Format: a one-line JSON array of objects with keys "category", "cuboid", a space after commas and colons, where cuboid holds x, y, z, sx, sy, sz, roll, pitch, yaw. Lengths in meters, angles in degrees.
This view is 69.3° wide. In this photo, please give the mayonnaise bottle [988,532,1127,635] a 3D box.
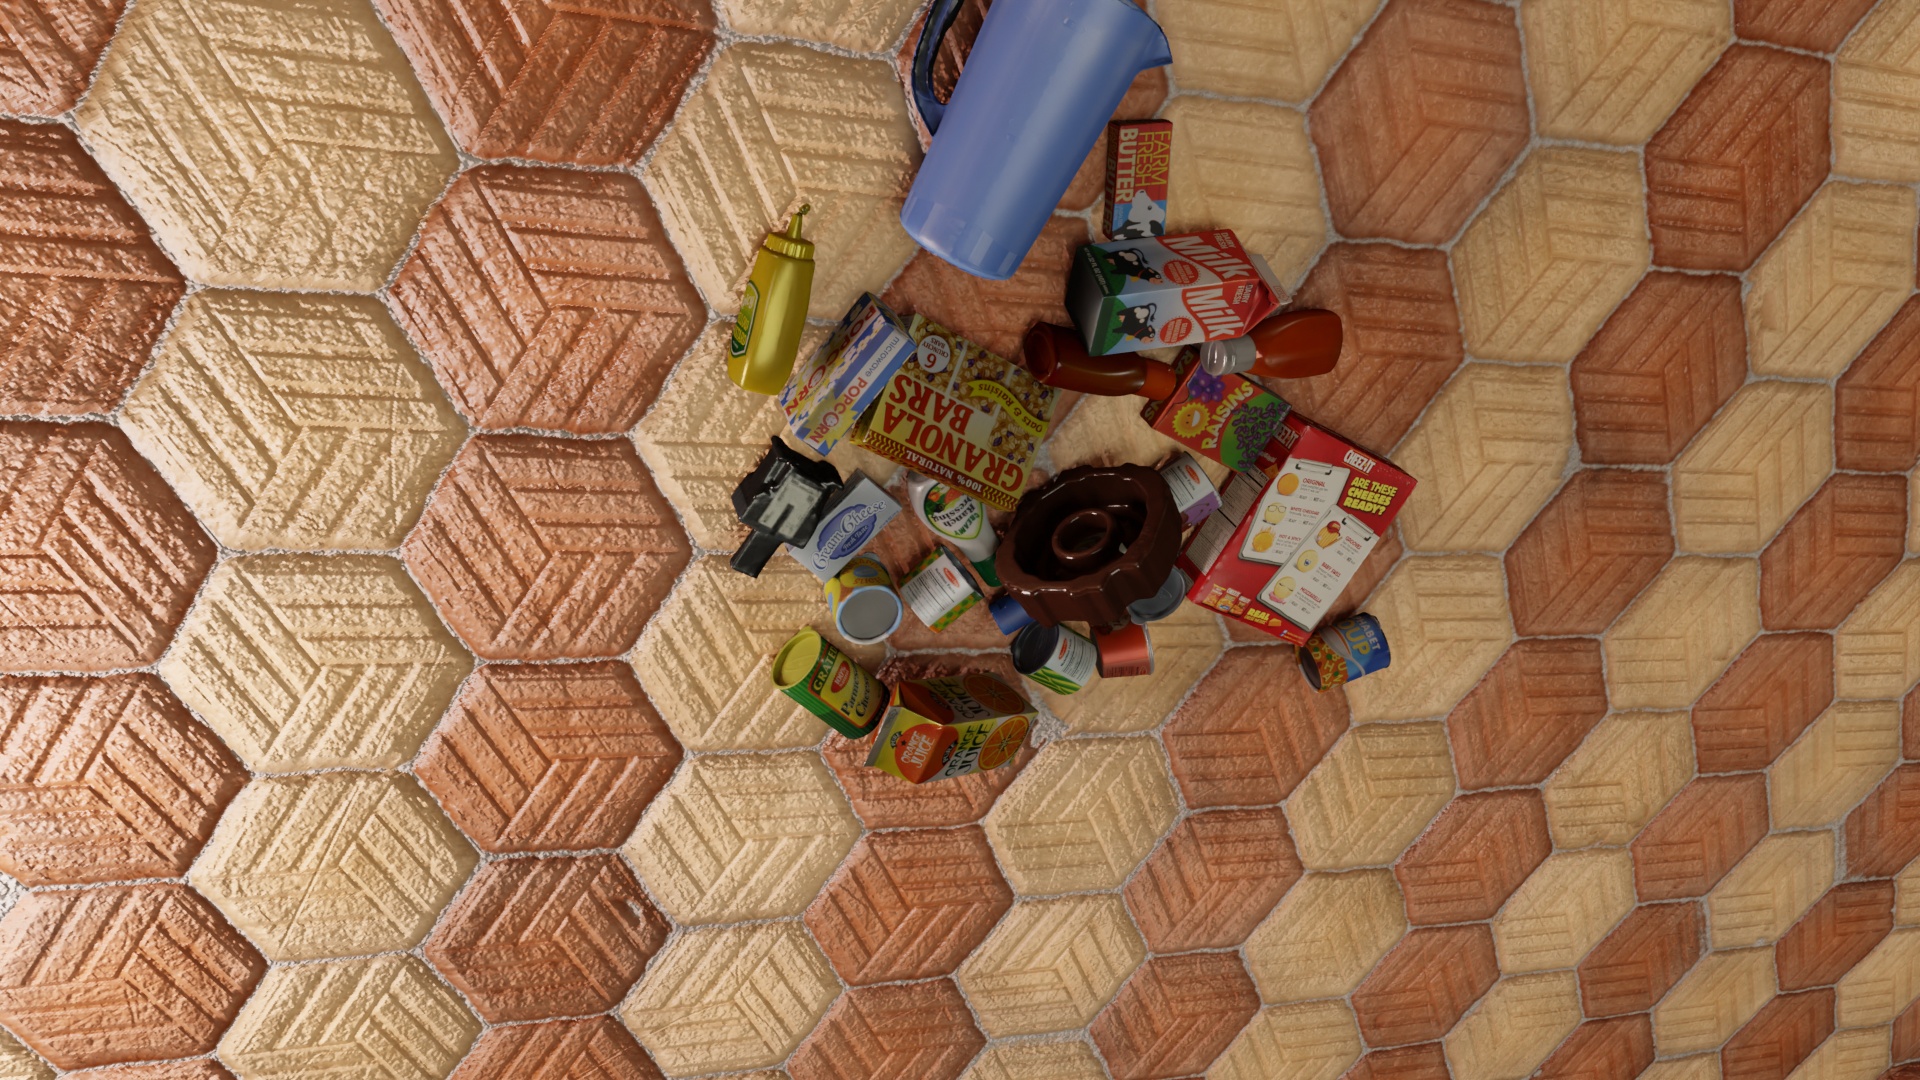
[{"category": "mayonnaise bottle", "cuboid": [0.099, 0.043, 1.379, 0.148, 0.065, 0.041, -30, 124, 3]}]

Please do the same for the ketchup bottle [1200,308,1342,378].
[{"category": "ketchup bottle", "cuboid": [0.294, -0.181, 1.311, 0.149, 0.043, 0.064, -11, 116, -31]}]

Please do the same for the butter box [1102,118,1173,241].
[{"category": "butter box", "cuboid": [0.156, -0.317, 1.219, 0.053, 0.024, 0.103, -9, 121, -15]}]

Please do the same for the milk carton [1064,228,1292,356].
[{"category": "milk carton", "cuboid": [0.198, -0.225, 1.245, 0.191, 0.072, 0.073, -10, 143, -15]}]

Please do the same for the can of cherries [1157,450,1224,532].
[{"category": "can of cherries", "cuboid": [0.217, -0.044, 1.370, 0.058, 0.072, 0.071, -36, 123, 2]}]

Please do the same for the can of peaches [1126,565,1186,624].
[{"category": "can of peaches", "cuboid": [0.186, 0.042, 1.410, 0.071, 0.058, 0.071, -9, 121, -15]}]

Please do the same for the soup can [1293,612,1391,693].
[{"category": "soup can", "cuboid": [0.420, 0.122, 1.532, 0.084, 0.071, 0.071, -20, 123, -8]}]

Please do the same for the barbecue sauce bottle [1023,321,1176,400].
[{"category": "barbecue sauce bottle", "cuboid": [0.132, -0.159, 1.279, 0.149, 0.065, 0.043, 8, 135, -32]}]

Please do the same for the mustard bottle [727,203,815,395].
[{"category": "mustard bottle", "cuboid": [-0.153, -0.203, 1.153, 0.049, 0.065, 0.159, 8, 109, -29]}]

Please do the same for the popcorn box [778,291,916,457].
[{"category": "popcorn box", "cuboid": [-0.098, -0.144, 1.190, 0.038, 0.085, 0.126, 35, 103, -30]}]

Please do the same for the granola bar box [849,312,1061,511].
[{"category": "granola bar box", "cuboid": [-0.003, -0.113, 1.243, 0.165, 0.039, 0.124, 24, 84, -29]}]

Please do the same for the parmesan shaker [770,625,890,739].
[{"category": "parmesan shaker", "cuboid": [-0.124, 0.139, 1.351, 0.071, 0.071, 0.103, -44, 123, 8]}]

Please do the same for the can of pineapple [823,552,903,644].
[{"category": "can of pineapple", "cuboid": [-0.092, 0.055, 1.319, 0.071, 0.058, 0.070, -8, 120, -15]}]

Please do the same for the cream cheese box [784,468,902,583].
[{"category": "cream cheese box", "cuboid": [-0.110, -0.013, 1.295, 0.103, 0.024, 0.053, -44, 121, 8]}]

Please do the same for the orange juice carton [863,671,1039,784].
[{"category": "orange juice carton", "cuboid": [-0.017, 0.183, 1.363, 0.193, 0.073, 0.071, 1, 121, -50]}]

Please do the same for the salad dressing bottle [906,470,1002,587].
[{"category": "salad dressing bottle", "cuboid": [0.005, -0.017, 1.322, 0.064, 0.044, 0.147, -36, 124, 1]}]

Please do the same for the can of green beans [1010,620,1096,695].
[{"category": "can of green beans", "cuboid": [0.096, 0.117, 1.415, 0.058, 0.071, 0.071, 31, 104, -31]}]

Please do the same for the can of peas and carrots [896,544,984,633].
[{"category": "can of peas and carrots", "cuboid": [-0.019, 0.047, 1.337, 0.058, 0.071, 0.070, -39, 123, 5]}]

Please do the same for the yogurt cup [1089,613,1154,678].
[{"category": "yogurt cup", "cuboid": [0.166, 0.111, 1.439, 0.054, 0.073, 0.072, -12, 121, -4]}]

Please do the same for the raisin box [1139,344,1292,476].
[{"category": "raisin box", "cuboid": [0.248, -0.126, 1.350, 0.123, 0.040, 0.086, 24, 109, -28]}]
